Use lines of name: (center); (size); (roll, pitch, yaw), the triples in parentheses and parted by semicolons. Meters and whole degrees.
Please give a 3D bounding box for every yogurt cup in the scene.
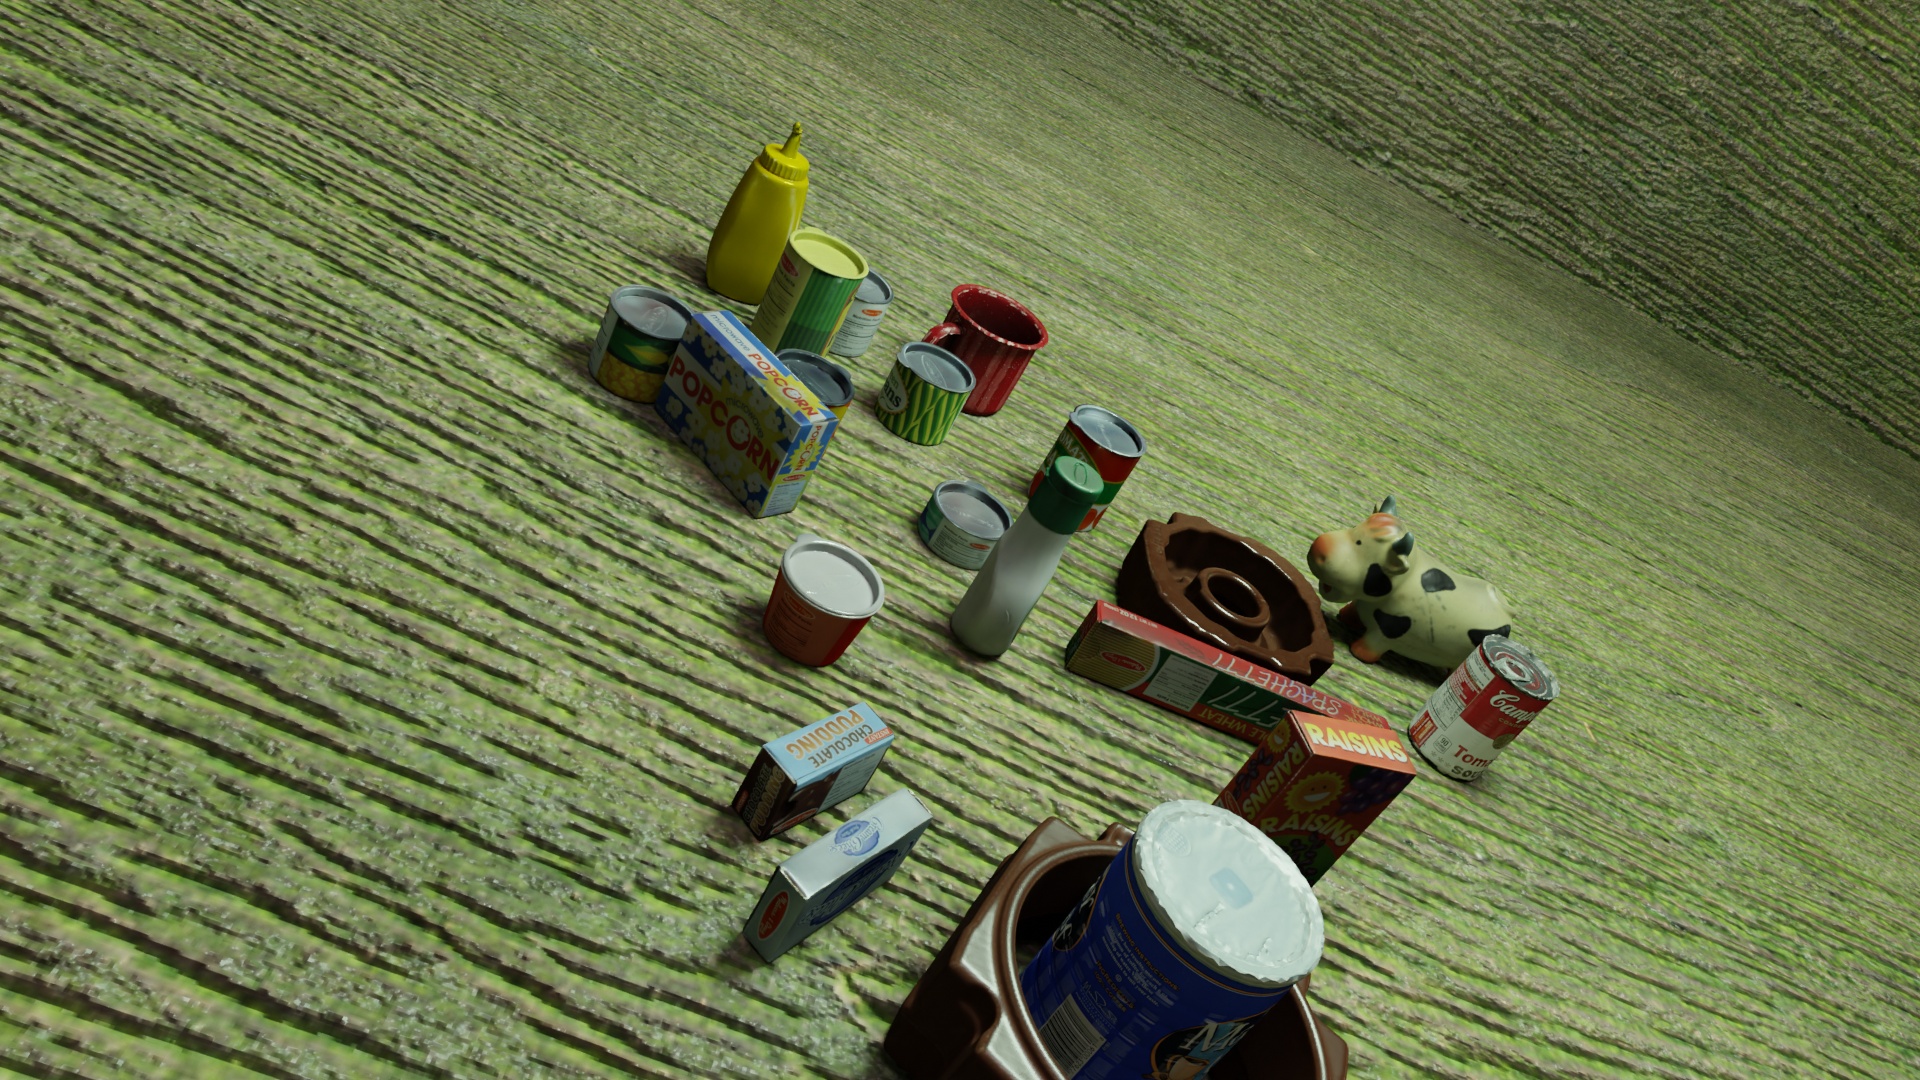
yogurt cup: (-0.088, 0.041, 0.861); (0.072, 0.053, 0.073); (21, 33, -14)

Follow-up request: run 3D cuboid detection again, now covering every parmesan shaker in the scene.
parmesan shaker: (-0.124, -0.187, 1.103); (0.071, 0.102, 0.072); (22, 33, -15)

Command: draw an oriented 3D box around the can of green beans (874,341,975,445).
can of green beans: (-0.030, -0.119, 1.129); (0.071, 0.057, 0.071); (21, 33, -14)

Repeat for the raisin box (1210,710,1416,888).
raisin box: (0.211, 0.165, 0.867); (0.086, 0.122, 0.040); (14, 35, -25)

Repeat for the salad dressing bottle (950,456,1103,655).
salad dressing bottle: (0.044, 0.011, 0.922); (0.044, 0.147, 0.064); (25, 32, -9)

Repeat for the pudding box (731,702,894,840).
pudding box: (-0.079, 0.124, 0.755); (0.030, 0.049, 0.084); (44, 34, 21)

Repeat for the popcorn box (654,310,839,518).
popcorn box: (-0.151, -0.088, 0.960); (0.127, 0.084, 0.038); (45, 34, 22)

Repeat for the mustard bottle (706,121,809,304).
mustard bottle: (-0.158, -0.272, 1.140); (0.065, 0.159, 0.049); (18, 33, -19)

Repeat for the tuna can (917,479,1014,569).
tuna can: (0.004, -0.013, 1.031); (0.071, 0.032, 0.071); (21, 33, -14)

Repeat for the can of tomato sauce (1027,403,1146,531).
can of tomato sauce: (0.100, -0.059, 1.127); (0.071, 0.082, 0.071); (22, 33, -14)

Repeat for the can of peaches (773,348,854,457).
can of peaches: (-0.118, -0.099, 1.028); (0.071, 0.057, 0.071); (21, 33, -14)

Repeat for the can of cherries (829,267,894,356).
can of cherries: (-0.100, -0.200, 1.184); (0.071, 0.058, 0.072); (21, 33, -14)

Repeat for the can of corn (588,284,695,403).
can of corn: (-0.225, -0.139, 0.996); (0.071, 0.058, 0.071); (21, 33, -14)

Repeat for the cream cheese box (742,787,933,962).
cream cheese box: (-0.061, 0.168, 0.705); (0.024, 0.053, 0.104); (42, 33, 18)

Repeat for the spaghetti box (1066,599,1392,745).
spaghetti box: (0.196, 0.112, 0.999); (0.250, 0.050, 0.029); (22, 32, -13)
